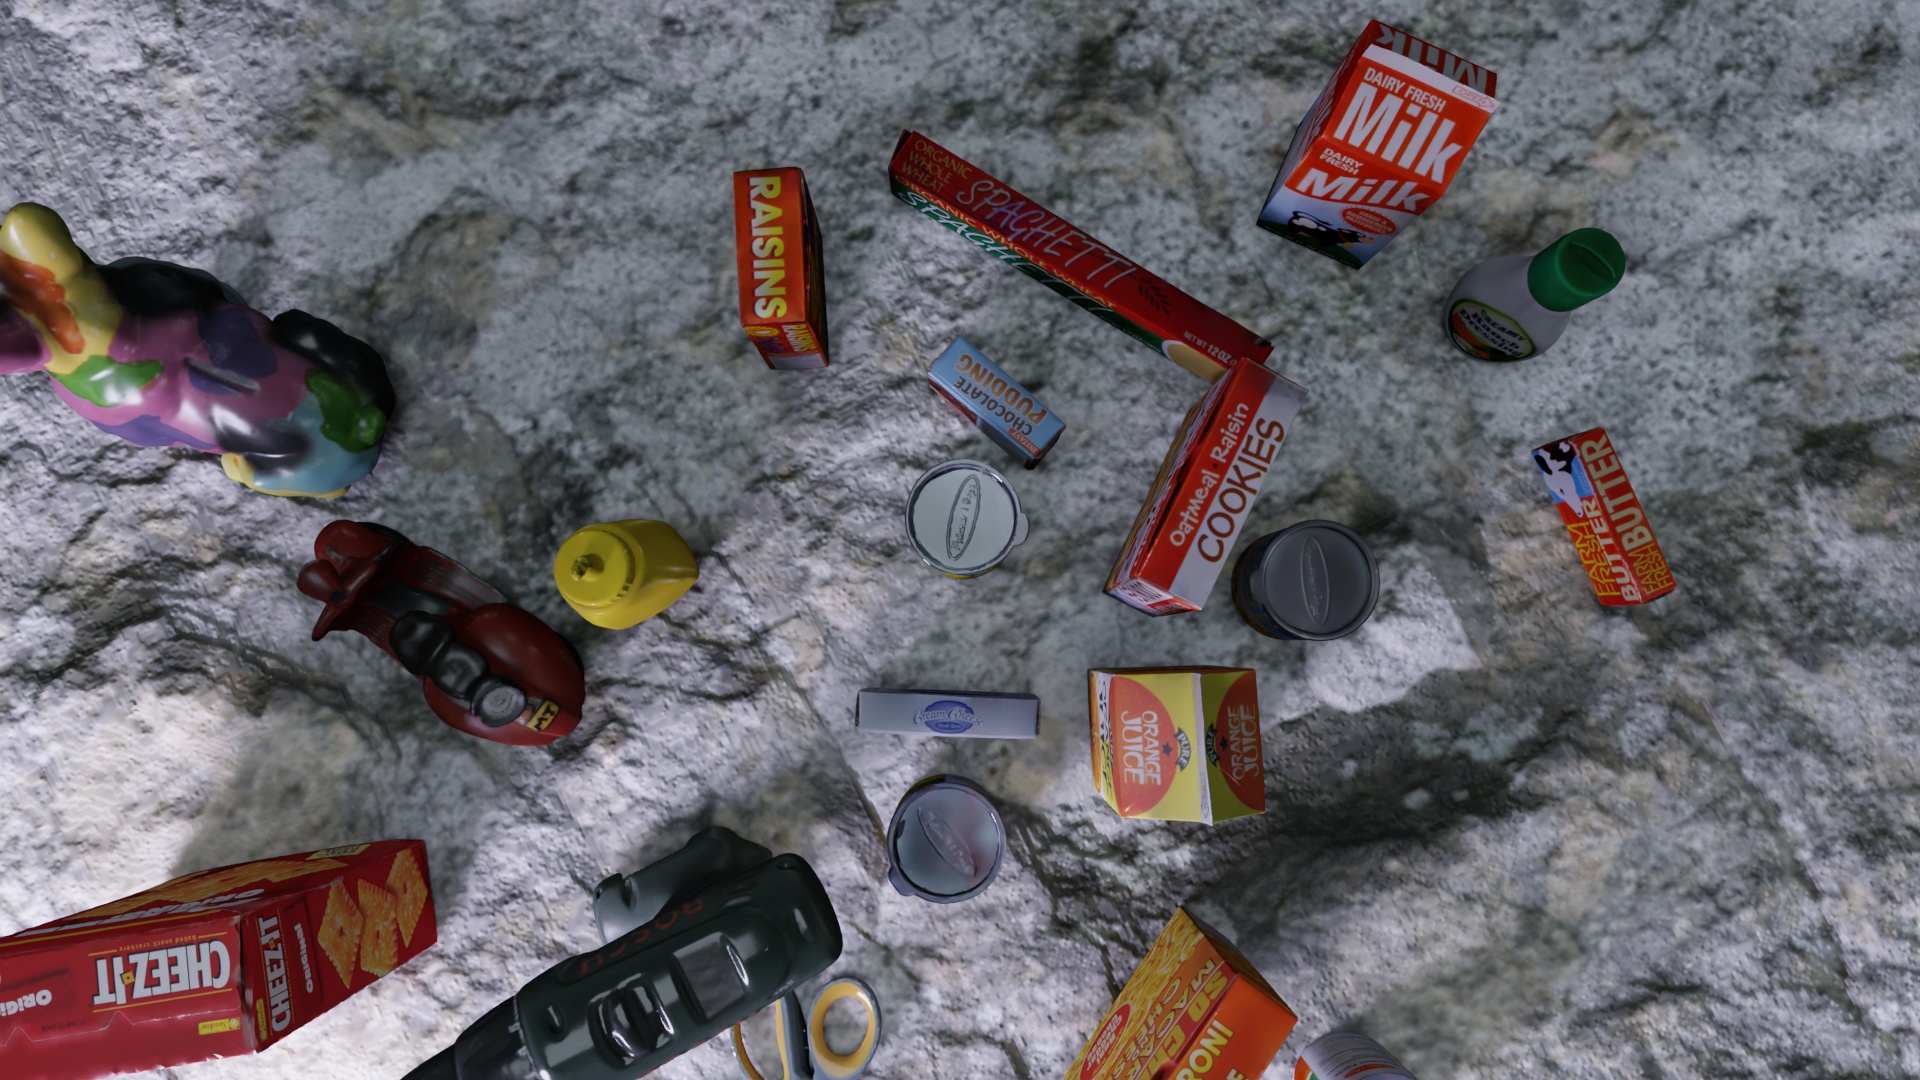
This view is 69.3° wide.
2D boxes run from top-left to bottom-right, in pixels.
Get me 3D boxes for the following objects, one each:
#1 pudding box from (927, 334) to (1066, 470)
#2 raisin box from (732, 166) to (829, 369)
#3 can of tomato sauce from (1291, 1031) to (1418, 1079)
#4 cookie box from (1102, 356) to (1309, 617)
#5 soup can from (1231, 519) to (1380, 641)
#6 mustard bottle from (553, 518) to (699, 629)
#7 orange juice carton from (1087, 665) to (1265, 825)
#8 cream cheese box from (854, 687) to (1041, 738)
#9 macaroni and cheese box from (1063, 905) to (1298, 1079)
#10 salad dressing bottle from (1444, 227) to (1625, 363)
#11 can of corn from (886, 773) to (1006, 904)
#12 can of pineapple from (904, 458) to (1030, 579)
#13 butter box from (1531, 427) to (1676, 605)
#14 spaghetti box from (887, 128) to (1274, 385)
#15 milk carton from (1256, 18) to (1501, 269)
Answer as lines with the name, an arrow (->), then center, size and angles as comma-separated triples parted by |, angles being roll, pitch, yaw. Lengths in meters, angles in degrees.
pudding box -> 0.020, -0.080, 0.817 | 0.084, 0.049, 0.030 | 40, 87, 3
raisin box -> -0.099, -0.150, 0.786 | 0.040, 0.123, 0.086 | -3, 86, 0
can of tomato sauce -> 0.224, 0.318, 0.767 | 0.071, 0.083, 0.071 | 0, 85, 0
cookie box -> 0.126, -0.022, 0.754 | 0.040, 0.167, 0.123 | 26, 86, 2
soup can -> 0.191, 0.024, 0.792 | 0.071, 0.083, 0.071 | 0, 85, 0
mustard bottle -> -0.186, 0.016, 0.752 | 0.065, 0.160, 0.049 | -35, 87, -3
orange juice carton -> 0.112, 0.103, 0.730 | 0.073, 0.192, 0.072 | -2, 86, 0
cream cheese box -> -0.007, 0.099, 0.800 | 0.104, 0.053, 0.024 | 2, 86, 0
macaroni and cheese box -> 0.109, 0.268, 0.729 | 0.040, 0.166, 0.124 | 35, 86, 2
salad dressing bottle -> 0.318, -0.136, 0.774 | 0.064, 0.147, 0.044 | 39, 87, 3
can of corn -> -0.010, 0.170, 0.791 | 0.071, 0.058, 0.071 | 0, 85, 0
can of pineapple -> 0.003, -0.010, 0.807 | 0.071, 0.058, 0.071 | 0, 85, 0
butter box -> 0.375, -0.013, 0.811 | 0.024, 0.053, 0.103 | -23, 86, -2
spaghetti box -> 0.068, -0.164, 0.825 | 0.250, 0.050, 0.029 | 31, 86, 2
milk carton -> 0.227, -0.218, 0.760 | 0.072, 0.190, 0.073 | 24, 86, 2
